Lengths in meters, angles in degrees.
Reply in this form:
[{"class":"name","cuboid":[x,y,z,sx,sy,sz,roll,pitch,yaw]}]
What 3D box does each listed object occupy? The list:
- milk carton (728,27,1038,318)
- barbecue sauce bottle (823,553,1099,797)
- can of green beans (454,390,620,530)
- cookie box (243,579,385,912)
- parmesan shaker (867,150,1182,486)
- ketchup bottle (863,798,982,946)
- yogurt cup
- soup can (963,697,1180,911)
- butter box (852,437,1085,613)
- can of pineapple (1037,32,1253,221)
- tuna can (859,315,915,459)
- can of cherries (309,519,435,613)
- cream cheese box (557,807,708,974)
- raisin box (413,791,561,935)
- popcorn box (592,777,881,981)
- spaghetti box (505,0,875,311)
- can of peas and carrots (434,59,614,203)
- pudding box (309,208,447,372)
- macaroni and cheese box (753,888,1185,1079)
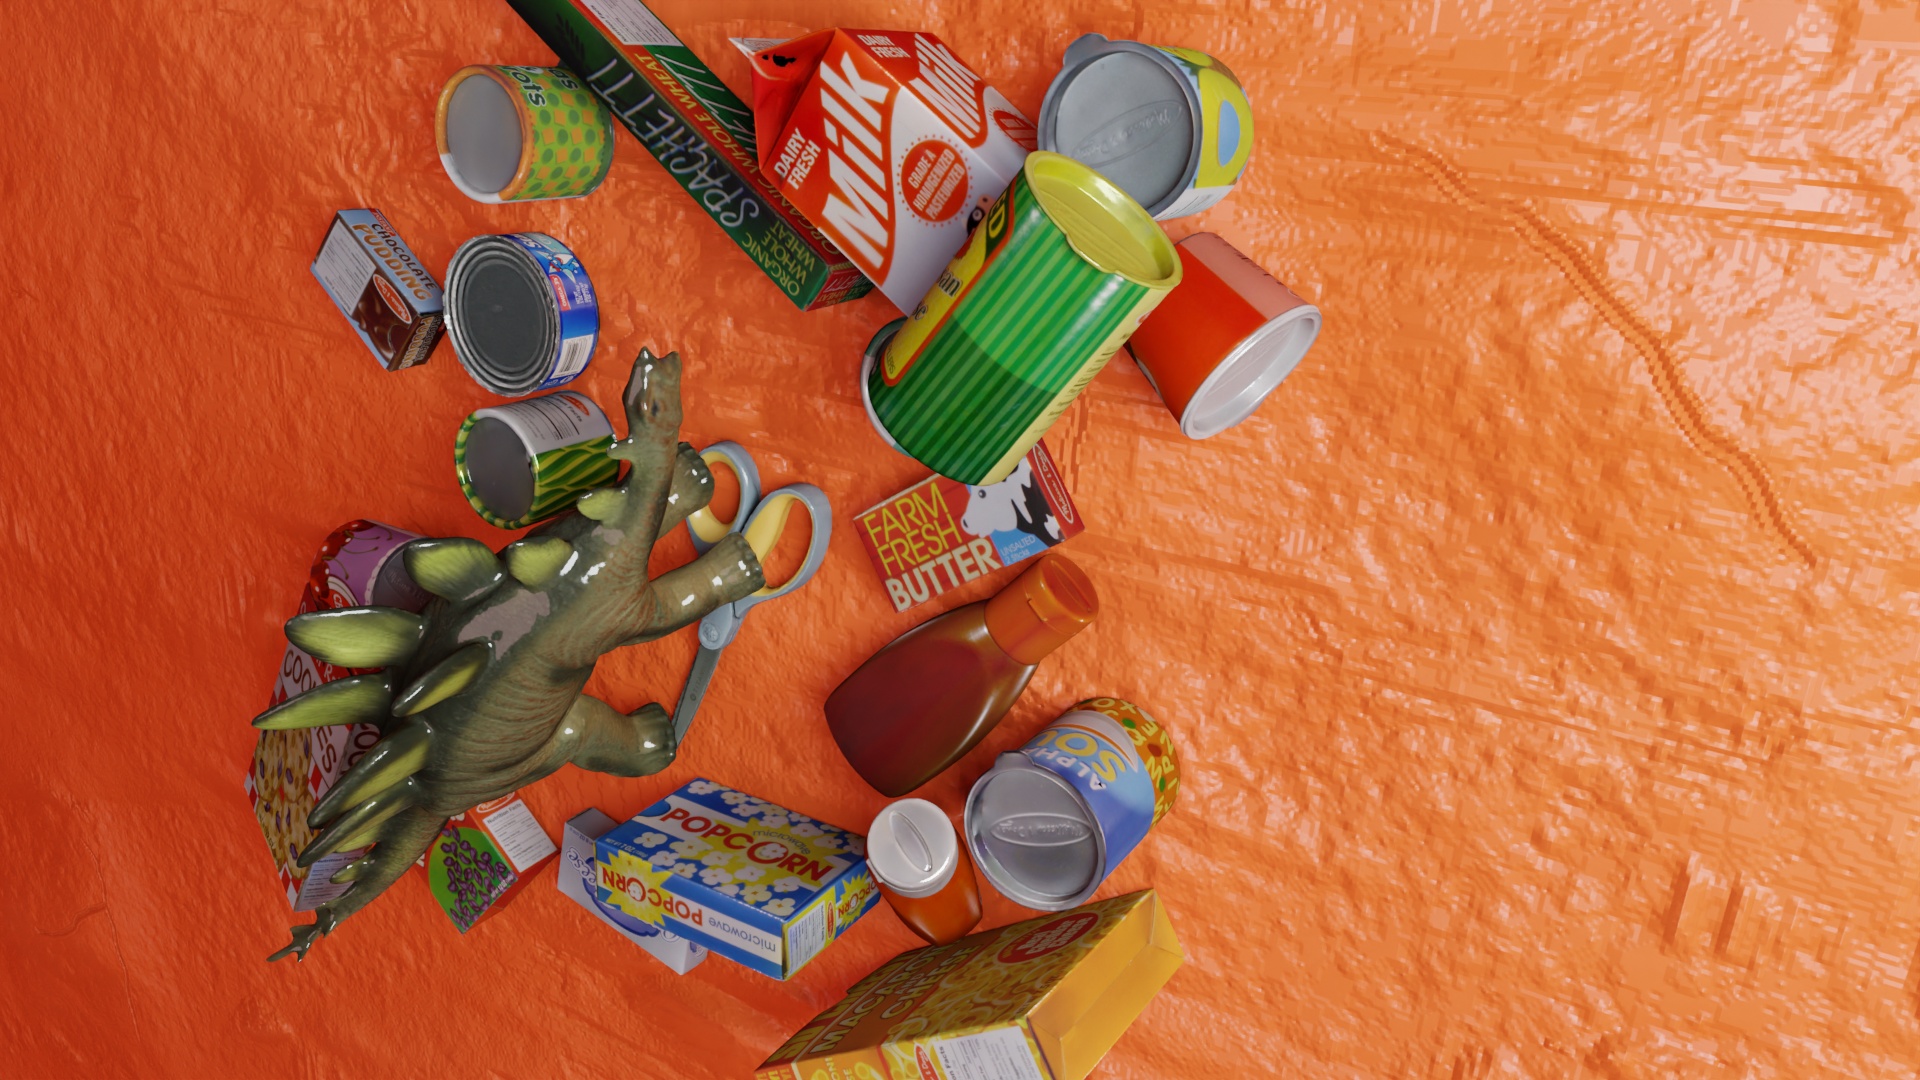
[{"class":"milk carton","cuboid":[-0.011,-0.148,0.573,0.191,0.072,0.073,46,123,12]},{"class":"barbecue sauce bottle","cuboid":[0.001,0.060,0.646,0.148,0.044,0.065,-41,82,33]},{"class":"can of green beans","cuboid":[-0.228,-0.043,0.746,0.071,0.058,0.071,10,110,29]},{"class":"cookie box","cuboid":[-0.399,0.127,0.876,0.123,0.040,0.166,43,115,39]},{"class":"parmesan shaker","cuboid":[0.019,-0.075,0.489,0.071,0.071,0.102,48,123,10]},{"class":"ketchup bottle","cuboid":[-0.018,0.148,0.629,0.043,0.148,0.065,-33,72,-9]},{"class":"yogurt cup","cuboid":[0.096,-0.081,0.534,0.054,0.072,0.072,51,124,19]},{"class":"soup can","cuboid":[0.050,0.110,0.605,0.071,0.084,0.071,10,109,29]},{"class":"butter box","cuboid":[0.002,-0.008,0.636,0.103,0.024,0.053,-26,89,34]},{"class":"can of pineapple","cuboid":[0.071,-0.156,0.528,0.071,0.058,0.070,10,109,29]},{"class":"tuna can","cuboid":[-0.008,-0.070,0.618,0.071,0.033,0.070,10,110,30]},{"class":"can of cherries","cuboid":[-0.345,0.026,0.832,0.058,0.072,0.071,14,112,28]},{"class":"cream cheese box","cuboid":[-0.191,0.206,0.819,0.104,0.024,0.053,25,118,23]},{"class":"raisin box","cuboid":[-0.320,0.175,0.881,0.123,0.040,0.085,51,124,7]},{"class":"popcorn box","cuboid":[-0.115,0.173,0.726,0.127,0.085,0.038,14,112,28]},{"class":"spaghetti box","cuboid":[-0.131,-0.201,0.645,0.250,0.050,0.028,47,125,11]},{"class":"can of peas and carrots","cuboid":[-0.216,-0.205,0.691,0.071,0.059,0.070,10,110,29]},{"class":"pudding box","cuboid":[-0.333,-0.144,0.798,0.084,0.030,0.049,50,122,9]},{"class":"macaroni and cheese box","cuboid":[0.004,0.219,0.642,0.166,0.124,0.040,-25,88,35]}]
